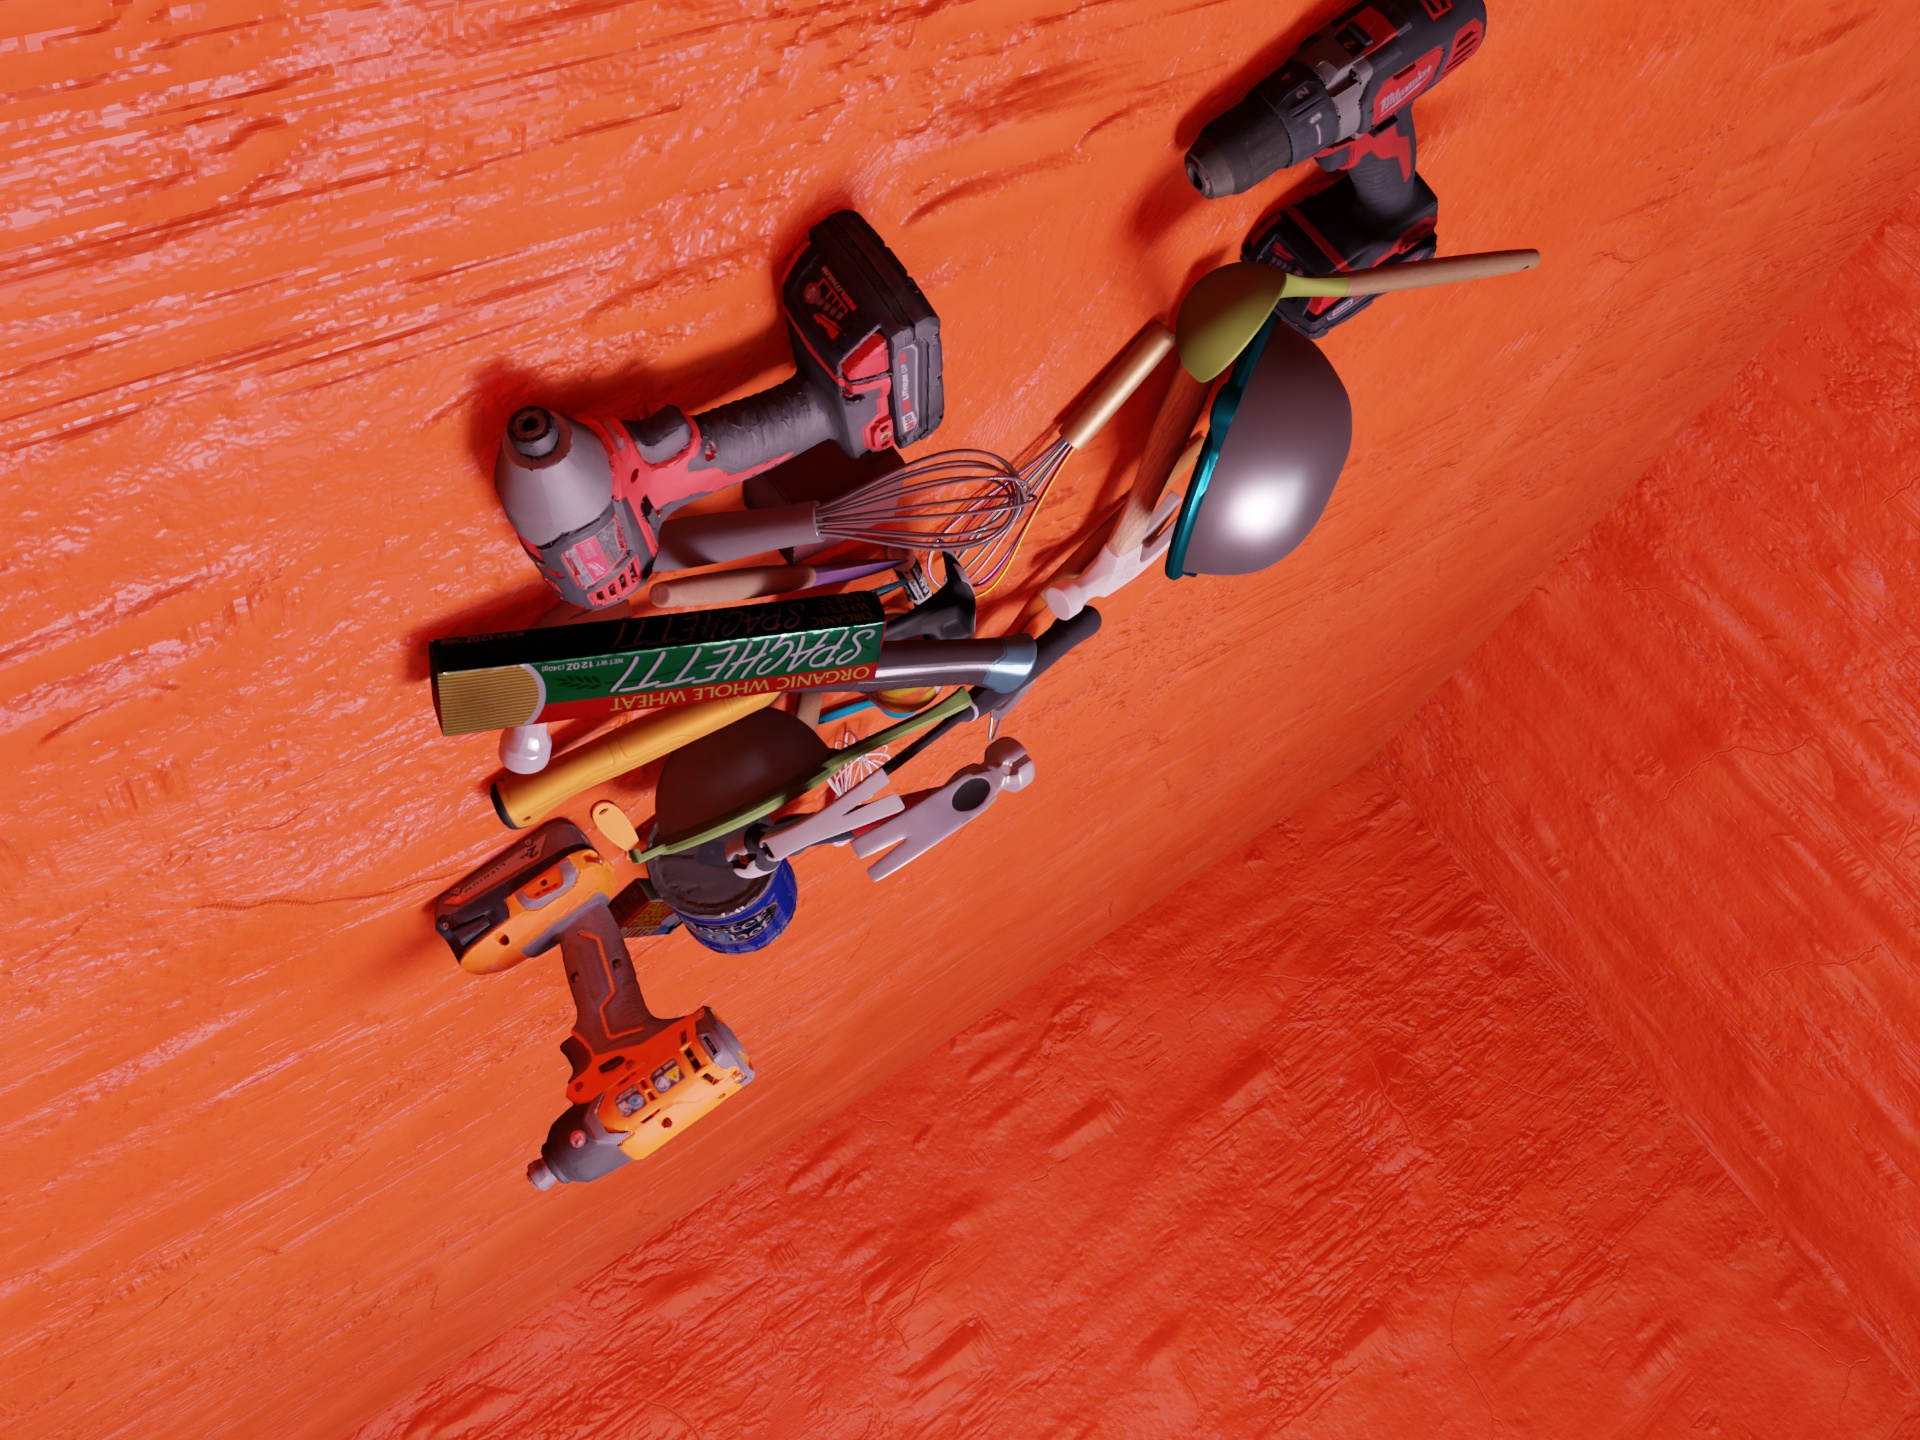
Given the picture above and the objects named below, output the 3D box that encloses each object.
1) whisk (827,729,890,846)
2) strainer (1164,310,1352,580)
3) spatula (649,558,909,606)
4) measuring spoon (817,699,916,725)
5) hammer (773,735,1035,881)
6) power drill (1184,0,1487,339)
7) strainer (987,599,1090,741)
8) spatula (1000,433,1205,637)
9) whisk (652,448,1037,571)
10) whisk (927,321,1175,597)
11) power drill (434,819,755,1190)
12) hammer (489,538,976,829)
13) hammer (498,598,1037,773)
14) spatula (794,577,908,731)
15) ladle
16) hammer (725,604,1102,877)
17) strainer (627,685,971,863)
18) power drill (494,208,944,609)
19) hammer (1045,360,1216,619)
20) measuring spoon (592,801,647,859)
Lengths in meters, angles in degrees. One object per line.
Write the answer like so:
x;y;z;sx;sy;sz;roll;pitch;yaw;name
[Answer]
-0.099;0.069;1.419;0.058;0.059;0.246;-20;163;-16;whisk
0.217;-0.184;1.094;0.340;0.095;0.211;-20;131;-80;strainer
-0.100;-0.085;0.943;0.060;0.018;0.316;-10;-176;20;spatula
-0.076;-0.004;1.305;0.128;0.021;0.042;-18;168;-44;measuring spoon
-0.087;0.085;1.236;0.143;0.038;0.386;-33;-174;-26;hammer
0.221;-0.332;0.976;0.188;0.080;0.226;-34;160;-3;power drill
0.087;-0.091;1.393;0.258;0.050;0.087;-51;167;20;strainer
0.078;-0.125;1.317;0.322;0.041;0.081;-44;163;5;spatula
-0.077;-0.104;0.845;0.239;0.055;0.055;-7;168;12;whisk
0.065;-0.177;1.115;0.245;0.047;0.051;-47;160;19;whisk
-0.269;0.202;1.103;0.164;0.227;0.084;-35;163;-8;power drill
-0.144;-0.016;1.030;0.337;0.034;0.127;-25;162;-9;hammer
-0.106;-0.030;0.967;0.331;0.033;0.128;-3;136;-26;hammer
-0.105;-0.018;1.167;0.082;0.044;0.317;-21;156;-23;spatula
0.262;-0.265;0.995;0.320;0.062;0.078;-16;170;-31;ladle
-0.002;-0.004;1.205;0.149;0.036;0.409;-24;-171;42;hammer
-0.116;0.012;1.107;0.256;0.069;0.151;-24;-173;19;strainer
-0.120;-0.146;0.770;0.219;0.079;0.143;-32;162;-10;power drill
0.152;-0.200;1.180;0.130;0.031;0.331;-32;161;-26;hammer
-0.257;0.080;1.193;0.021;0.011;0.116;-35;159;-10;measuring spoon
